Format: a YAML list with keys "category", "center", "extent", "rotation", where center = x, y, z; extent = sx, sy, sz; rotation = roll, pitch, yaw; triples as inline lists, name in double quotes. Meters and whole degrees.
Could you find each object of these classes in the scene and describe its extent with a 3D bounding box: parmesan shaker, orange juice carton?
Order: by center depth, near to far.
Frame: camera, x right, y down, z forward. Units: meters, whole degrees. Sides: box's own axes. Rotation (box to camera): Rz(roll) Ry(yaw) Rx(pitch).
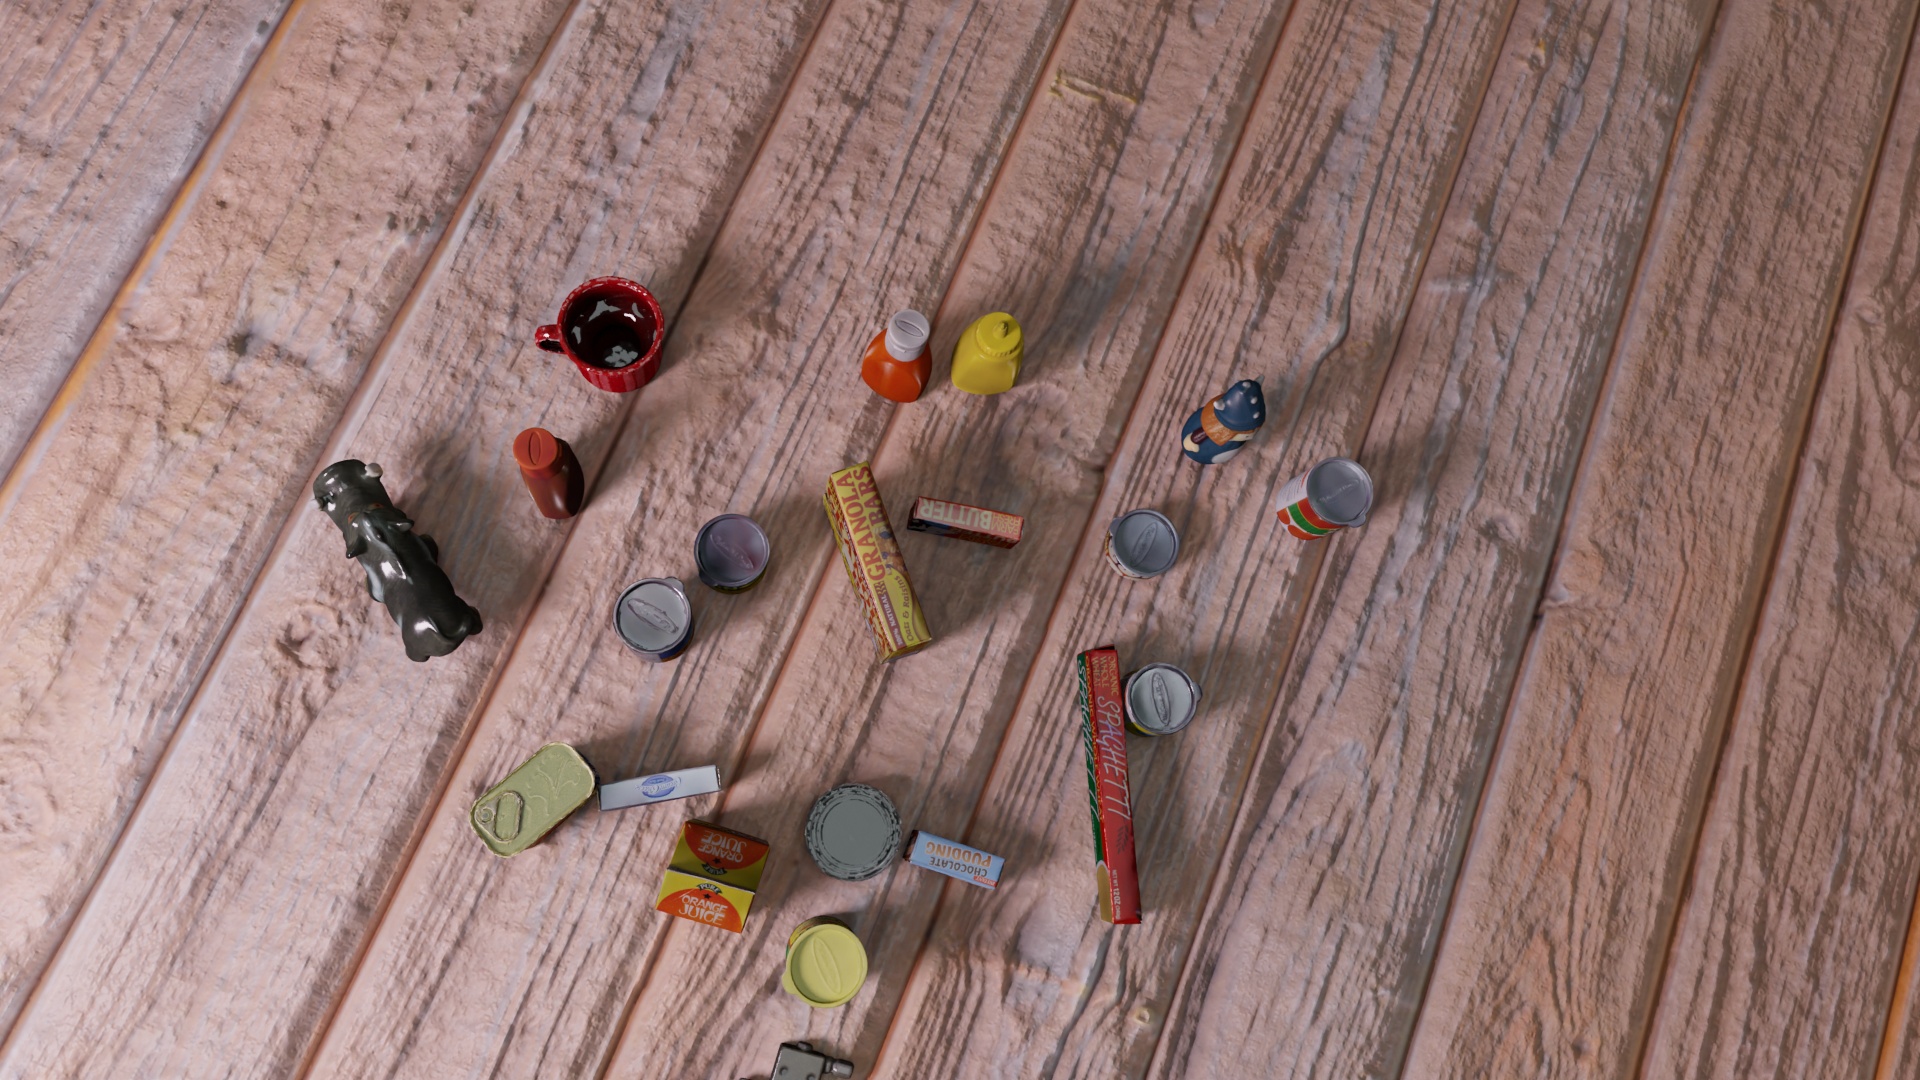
- category: "orange juice carton"
  center: [-0.201, 0.274, 1.139]
  extent: [0.072, 0.192, 0.073]
  rotation: [18, 77, -5]
- category: "parmesan shaker"
  center: [-0.118, 0.357, 1.181]
  extent: [0.071, 0.103, 0.071]
  rotation: [2, 79, -8]

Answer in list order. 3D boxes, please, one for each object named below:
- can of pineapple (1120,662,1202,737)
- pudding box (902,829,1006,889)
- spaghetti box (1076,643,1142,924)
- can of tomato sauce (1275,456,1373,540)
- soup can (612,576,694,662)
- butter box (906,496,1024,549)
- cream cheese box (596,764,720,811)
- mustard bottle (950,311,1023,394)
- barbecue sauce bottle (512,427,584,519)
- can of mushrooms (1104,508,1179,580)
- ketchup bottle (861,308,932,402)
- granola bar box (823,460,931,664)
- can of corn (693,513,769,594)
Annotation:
- category: "can of pineapple"
  center: [0.182, 0.149, 1.290]
  extent: [0.071, 0.057, 0.071]
  rotation: [2, 79, -8]
- category: "pudding box"
  center: [-0.006, 0.285, 1.240]
  extent: [0.084, 0.049, 0.030]
  rotation: [19, 77, -4]
- category: "spaghetti box"
  center: [0.136, 0.222, 1.273]
  extent: [0.029, 0.050, 0.250]
  rotation: [-3, 79, -9]
- category: "can of tomato sauce"
  center: [0.351, -0.038, 1.340]
  extent: [0.071, 0.083, 0.071]
  rotation: [2, 79, -8]
- category: "soup can"
  center: [-0.267, 0.070, 1.225]
  extent: [0.071, 0.083, 0.071]
  rotation: [2, 79, -8]
- category: "butter box"
  center: [0.005, -0.016, 1.299]
  extent: [0.103, 0.053, 0.024]
  rotation: [11, 78, -6]
- category: "cream cheese box"
  center: [-0.262, 0.216, 1.213]
  extent: [0.104, 0.053, 0.024]
  rotation: [-8, 81, -10]
- category: "mustard bottle"
  center: [0.030, -0.176, 1.279]
  extent: [0.065, 0.160, 0.049]
  rotation: [4, 79, -8]
- category: "barbecue sauce bottle"
  center: [-0.357, -0.062, 1.205]
  extent: [0.044, 0.148, 0.065]
  rotation: [-1, 80, -9]
- category: "can of mushrooms"
  center: [0.171, 0.003, 1.330]
  extent: [0.071, 0.033, 0.071]
  rotation: [2, 79, -8]
- category: "ketchup bottle"
  center: [-0.055, -0.169, 1.271]
  extent: [0.065, 0.148, 0.043]
  rotation: [26, 77, -3]
- category: "granola bar box"
  center: [-0.078, 0.024, 1.242]
  extent: [0.039, 0.124, 0.165]
  rotation: [-19, 82, -11]
- category: "can of corn"
  center: [-0.209, 0.015, 1.258]
  extent: [0.071, 0.058, 0.071]
  rotation: [2, 79, -8]
